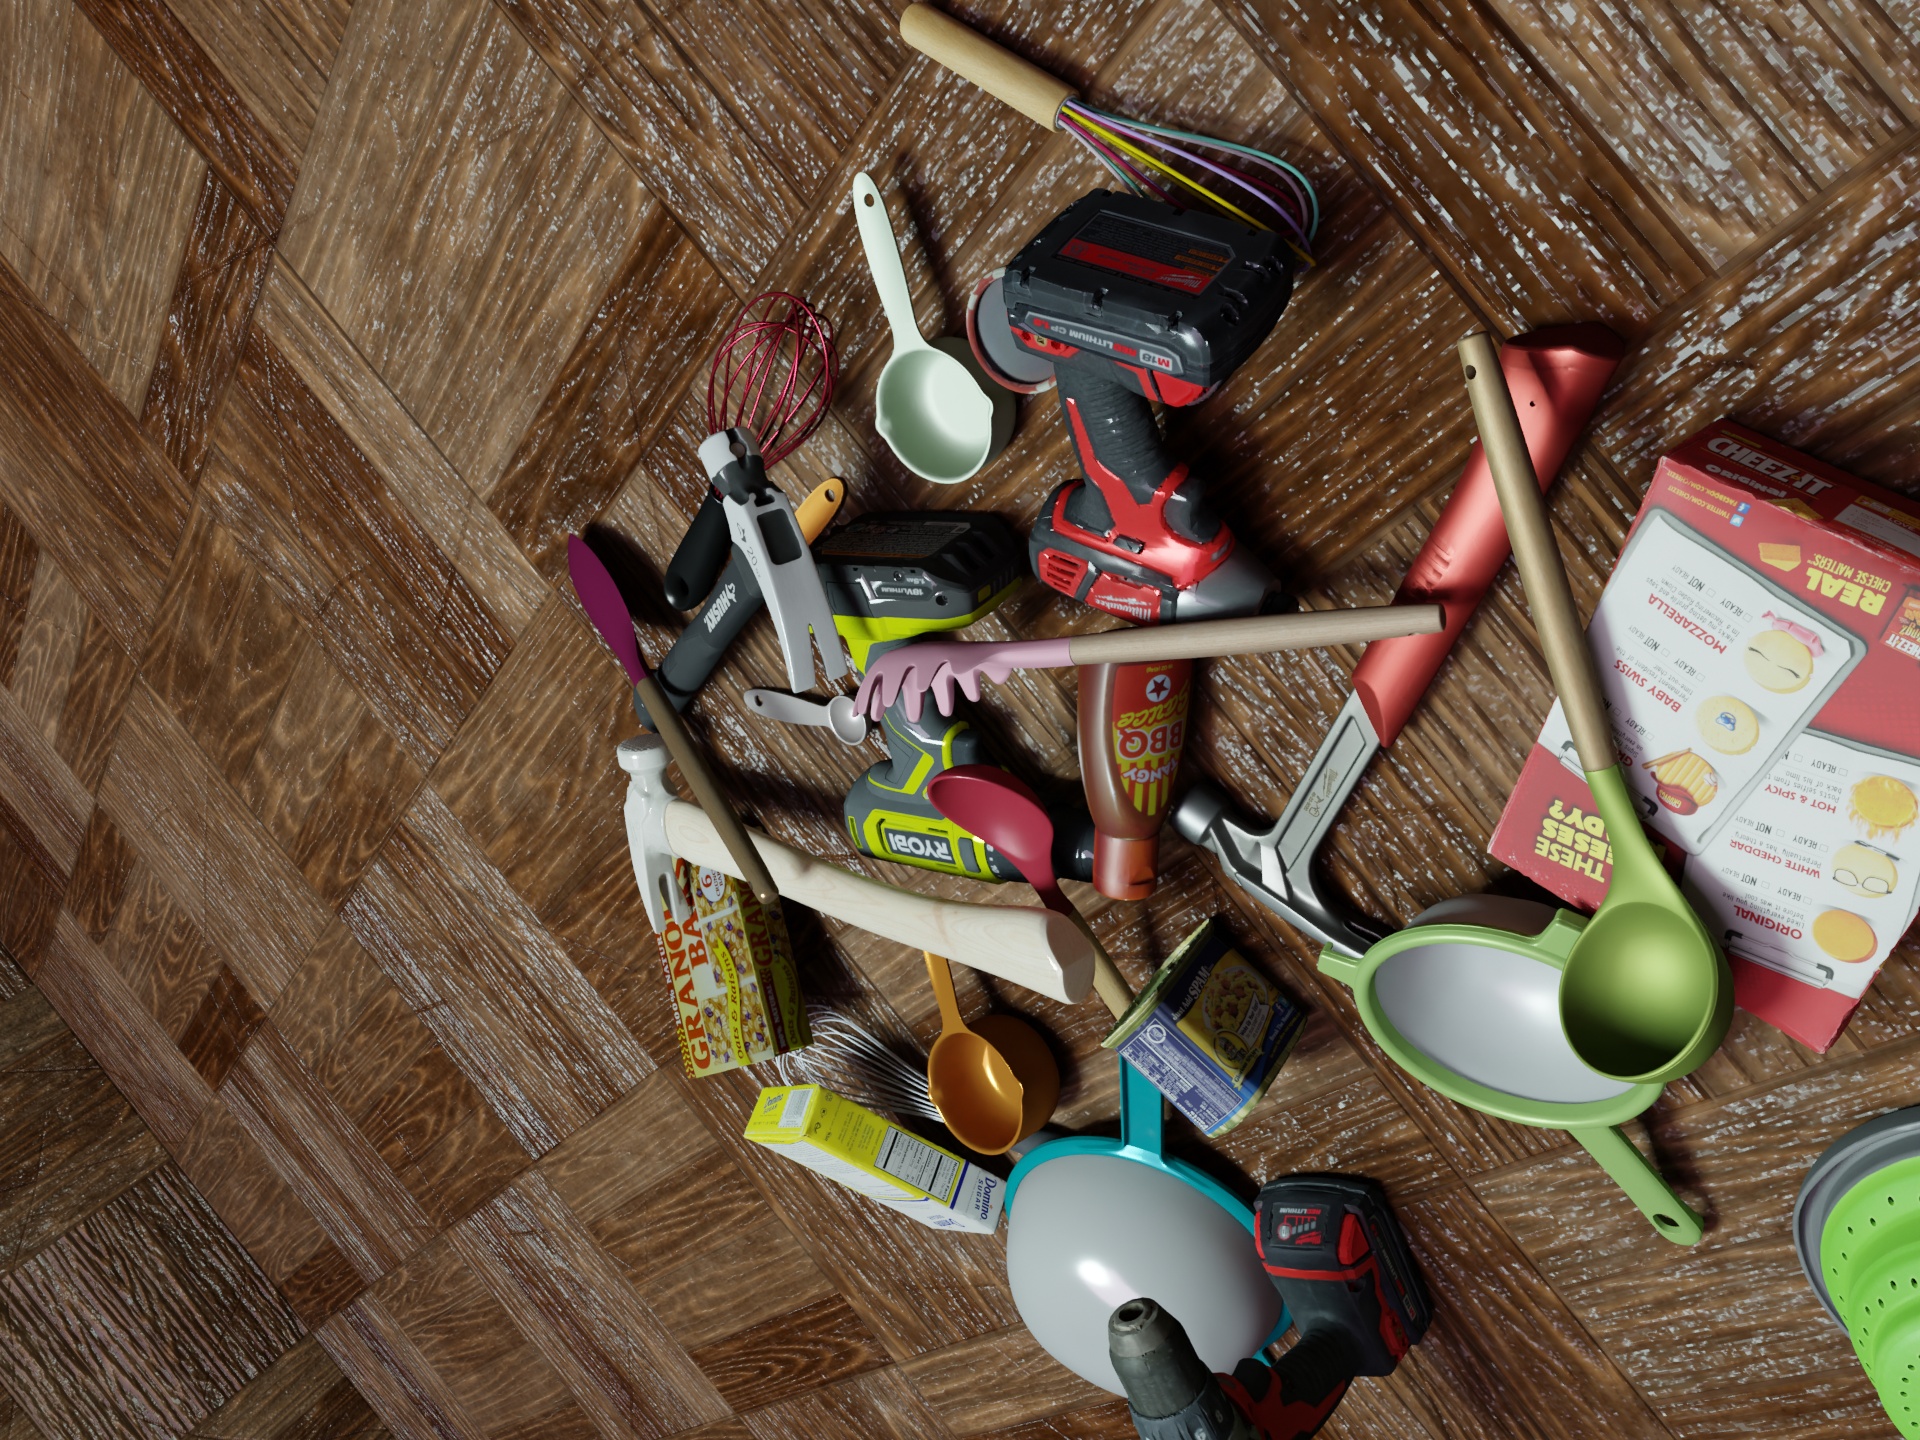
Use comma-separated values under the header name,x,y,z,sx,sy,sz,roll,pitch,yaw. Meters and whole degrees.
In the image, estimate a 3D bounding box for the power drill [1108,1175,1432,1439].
name,x,y,z,sx,sy,sz,roll,pitch,yaw
power drill,0.175,0.361,0.920,0.080,0.227,0.187,-14,107,43

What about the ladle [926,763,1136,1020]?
name,x,y,z,sx,sy,sz,roll,pitch,yaw
ladle,0.072,0.130,0.942,0.069,0.031,0.315,-3,133,38

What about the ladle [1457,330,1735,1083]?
name,x,y,z,sx,sy,sz,roll,pitch,yaw
ladle,0.249,-0.002,0.657,0.078,0.062,0.320,-5,106,63

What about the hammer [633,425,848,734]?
name,x,y,z,sx,sy,sz,roll,pitch,yaw
hammer,-0.157,-0.049,1.006,0.146,0.035,0.334,65,153,6

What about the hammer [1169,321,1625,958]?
name,x,y,z,sx,sy,sz,roll,pitch,yaw
hammer,0.224,-0.027,0.772,0.149,0.037,0.358,35,134,17

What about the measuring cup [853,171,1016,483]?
name,x,y,z,sx,sy,sz,roll,pitch,yaw
measuring cup,-0.018,-0.212,0.853,0.083,0.038,0.167,-3,112,40

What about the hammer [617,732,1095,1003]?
name,x,y,z,sx,sy,sz,roll,pitch,yaw
hammer,-0.081,0.115,1.011,0.411,0.038,0.146,14,117,42

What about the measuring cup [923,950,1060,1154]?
name,x,y,z,sx,sy,sz,roll,pitch,yaw
measuring cup,0.014,0.205,1.088,0.095,0.052,0.173,-20,85,46

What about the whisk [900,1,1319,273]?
name,x,y,z,sx,sy,sz,roll,pitch,yaw
whisk,0.065,-0.275,0.739,0.245,0.047,0.051,38,136,19

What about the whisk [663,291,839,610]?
name,x,y,z,sx,sy,sz,roll,pitch,yaw
whisk,-0.138,-0.153,0.977,0.073,0.073,0.295,46,142,7

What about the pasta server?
name,x,y,z,sx,sy,sz,roll,pitch,yaw
pasta server,0.082,-0.030,0.797,0.316,0.060,0.040,-4,83,30

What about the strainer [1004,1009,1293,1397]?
name,x,y,z,sx,sy,sz,roll,pitch,yaw
strainer,0.106,0.334,1.024,0.211,0.095,0.340,12,130,23

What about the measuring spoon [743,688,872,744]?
name,x,y,z,sx,sy,sz,roll,pitch,yaw
measuring spoon,-0.102,-0.009,1.069,0.124,0.018,0.034,11,117,42

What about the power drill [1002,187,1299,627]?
name,x,y,z,sx,sy,sz,roll,pitch,yaw
power drill,0.096,-0.127,0.756,0.143,0.078,0.219,25,148,26

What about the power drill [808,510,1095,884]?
name,x,y,z,sx,sy,sz,roll,pitch,yaw
power drill,-0.001,-0.003,0.944,0.191,0.080,0.228,7,123,37

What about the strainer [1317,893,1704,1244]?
name,x,y,z,sx,sy,sz,roll,pitch,yaw
strainer,0.314,0.169,0.814,0.256,0.069,0.151,46,143,-19

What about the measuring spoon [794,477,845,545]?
name,x,y,z,sx,sy,sz,roll,pitch,yaw
measuring spoon,-0.101,-0.116,1.002,0.021,0.011,0.117,50,133,4

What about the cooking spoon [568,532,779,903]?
name,x,y,z,sx,sy,sz,roll,pitch,yaw
cooking spoon,-0.198,-0.006,1.052,0.319,0.017,0.068,55,151,28

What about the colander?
name,x,y,z,sx,sy,sz,roll,pitch,yaw
colander,0.459,0.208,0.686,0.204,0.094,0.396,2,118,39

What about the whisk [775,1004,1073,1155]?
name,x,y,z,sx,sy,sz,roll,pitch,yaw
whisk,-0.020,0.277,1.154,0.285,0.070,0.070,16,126,26
